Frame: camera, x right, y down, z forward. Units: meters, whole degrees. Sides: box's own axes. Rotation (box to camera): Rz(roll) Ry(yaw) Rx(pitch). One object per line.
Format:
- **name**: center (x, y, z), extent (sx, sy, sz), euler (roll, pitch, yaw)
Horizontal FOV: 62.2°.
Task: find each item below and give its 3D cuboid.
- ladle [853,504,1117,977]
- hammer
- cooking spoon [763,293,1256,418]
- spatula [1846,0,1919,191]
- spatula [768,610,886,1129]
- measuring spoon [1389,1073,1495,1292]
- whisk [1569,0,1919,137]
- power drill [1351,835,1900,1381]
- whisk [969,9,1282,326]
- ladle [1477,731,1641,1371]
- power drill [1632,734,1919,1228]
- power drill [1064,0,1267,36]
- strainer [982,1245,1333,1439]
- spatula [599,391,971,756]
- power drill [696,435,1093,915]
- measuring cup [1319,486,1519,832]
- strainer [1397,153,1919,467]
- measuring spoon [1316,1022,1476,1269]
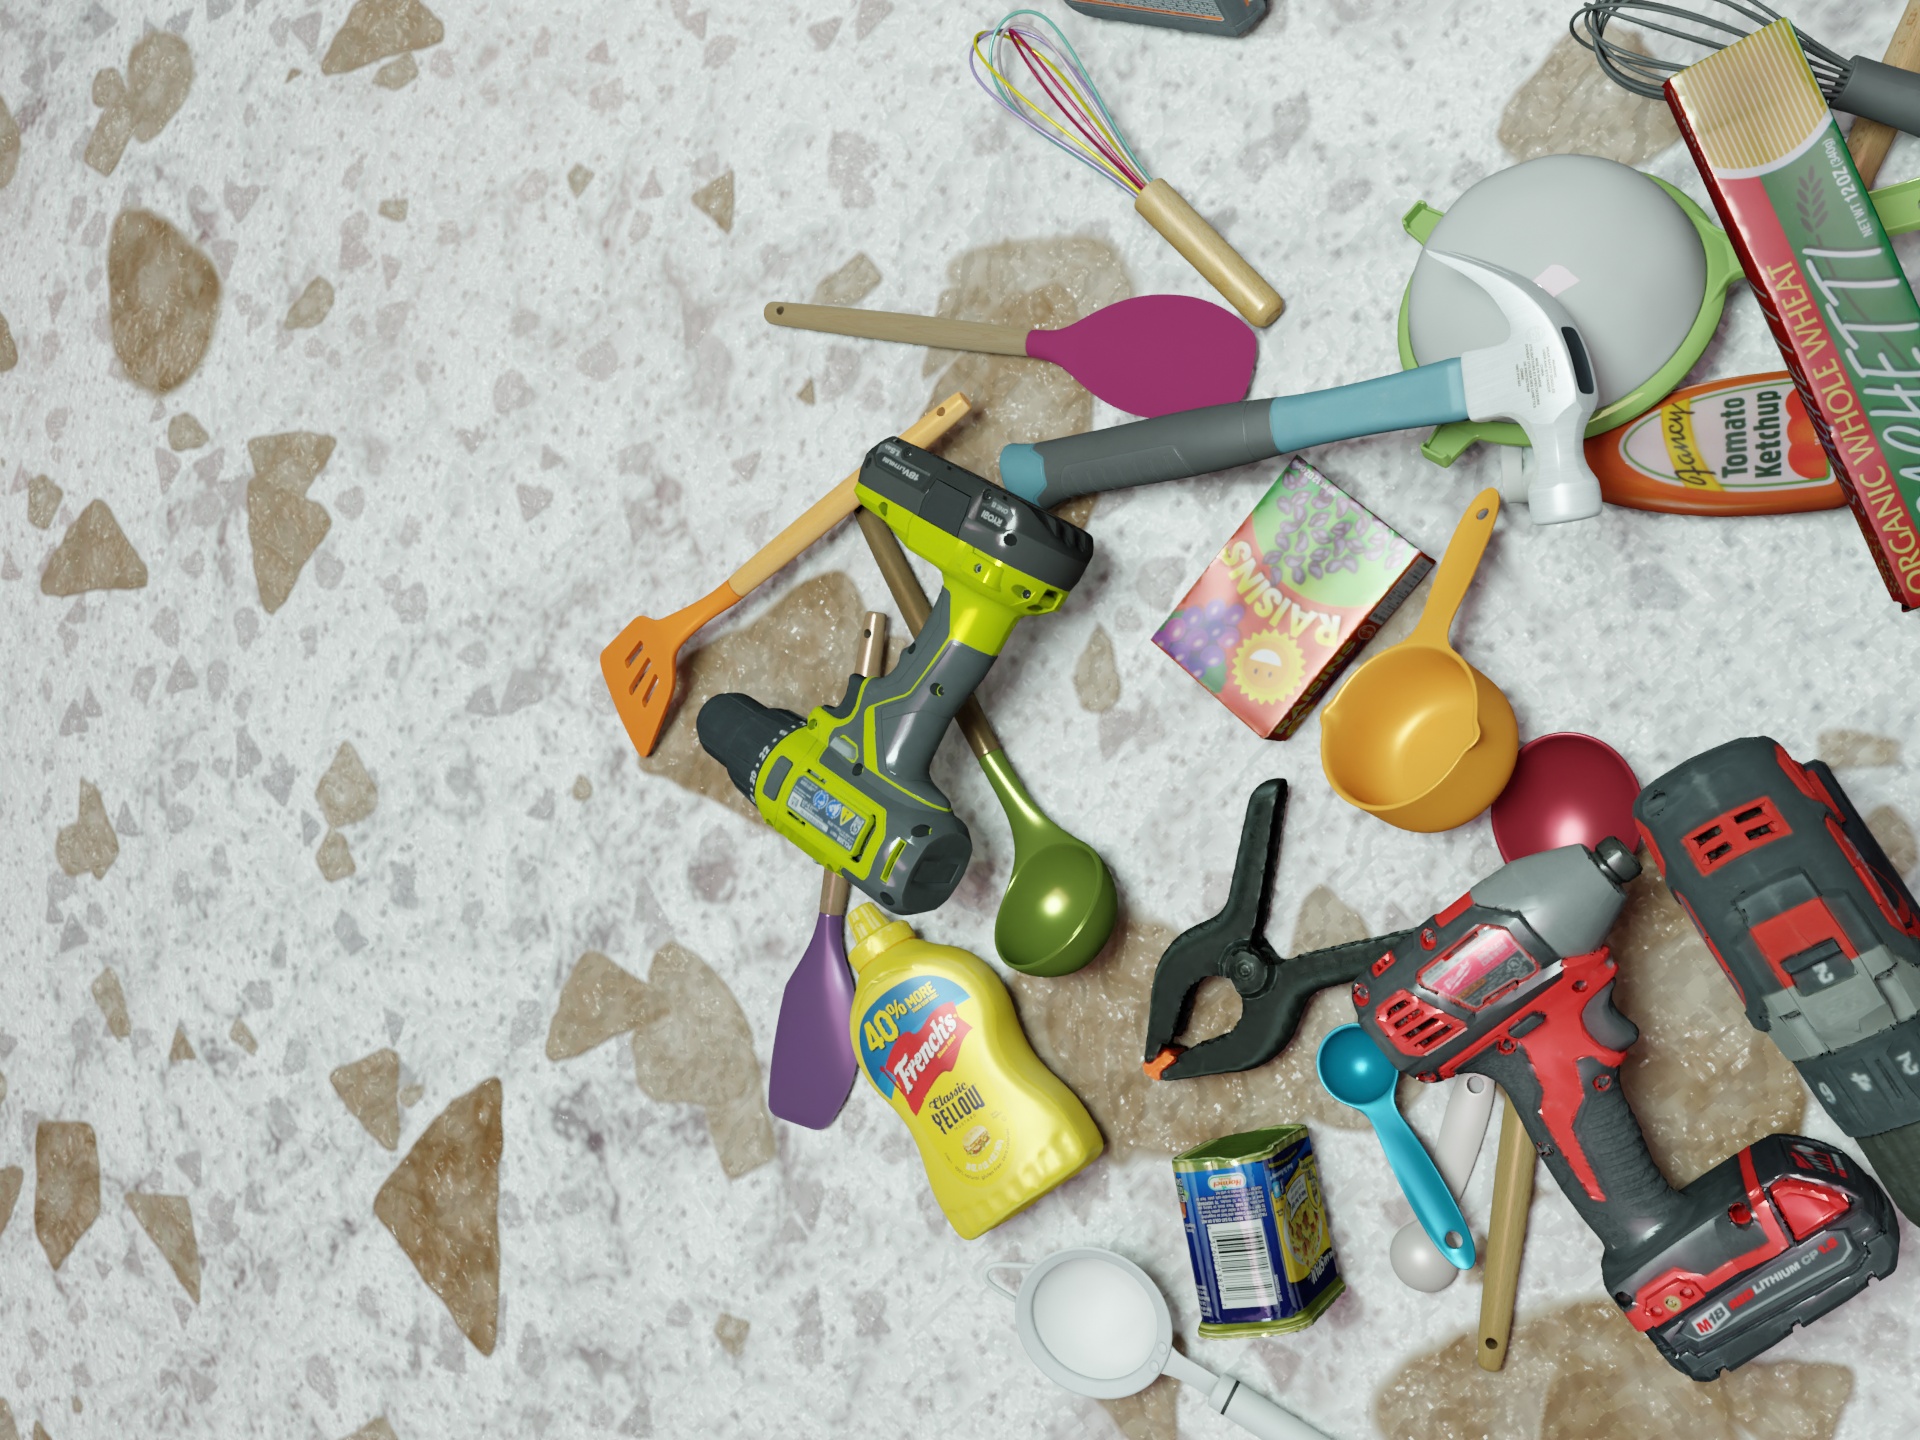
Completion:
- **ladle**: center (-0.001, -0.003, 0.905), extent (0.078, 0.062, 0.320), euler (-36, 70, 27)
- **hammer**: center (0.148, -0.143, 0.792), extent (0.331, 0.033, 0.128), euler (-3, 96, 44)
- **cooking spoon**: center (0.018, -0.222, 0.922), extent (0.319, 0.017, 0.069), euler (14, 94, 26)
- **spatula**: center (0.442, -0.354, 0.694), extent (0.082, 0.044, 0.317), euler (23, 100, 13)
- **spatula**: center (-0.072, 0.091, 0.958), extent (0.060, 0.018, 0.316), euler (10, 94, 26)
- **measuring spoon**: center (0.242, 0.226, 0.791), extent (0.034, 0.018, 0.124), euler (17, 95, 27)
- **whisk**: center (0.384, -0.275, 0.693), extent (0.239, 0.055, 0.055), euler (21, 98, 8)
- **power drill**: center (0.298, 0.163, 0.712), extent (0.143, 0.078, 0.220), euler (-44, 79, 19)
- **whisk**: center (0.092, -0.306, 0.877), extent (0.051, 0.047, 0.245), euler (-45, 74, 17)
- **ladle**: center (0.278, 0.162, 0.771), extent (0.069, 0.031, 0.315), euler (8, 94, 28)
- **power drill**: center (0.344, 0.097, 0.625), extent (0.080, 0.226, 0.188), euler (-33, 74, 23)
- **power drill**: center (0.152, -0.485, 0.832), extent (0.185, 0.084, 0.226), euler (20, 93, 25)
- **strainer**: center (0.130, 0.348, 0.833), extent (0.258, 0.050, 0.087), euler (27, 106, 20)
- **spatula**: center (-0.114, -0.094, 0.971), extent (0.322, 0.041, 0.081), euler (-36, 69, 22)
- **power drill**: center (-0.044, -0.032, 0.877), extent (0.191, 0.080, 0.228), euler (33, 101, 33)
- **measuring cup**: center (0.243, -0.027, 0.780), extent (0.095, 0.052, 0.174), euler (11, 74, 55)
- **strainer**: center (0.317, -0.217, 0.716), extent (0.256, 0.069, 0.152), euler (-10, 66, 29)
- **measuring spoon**: center (0.223, 0.211, 0.796), extent (0.042, 0.021, 0.129), euler (-34, 70, 22)
